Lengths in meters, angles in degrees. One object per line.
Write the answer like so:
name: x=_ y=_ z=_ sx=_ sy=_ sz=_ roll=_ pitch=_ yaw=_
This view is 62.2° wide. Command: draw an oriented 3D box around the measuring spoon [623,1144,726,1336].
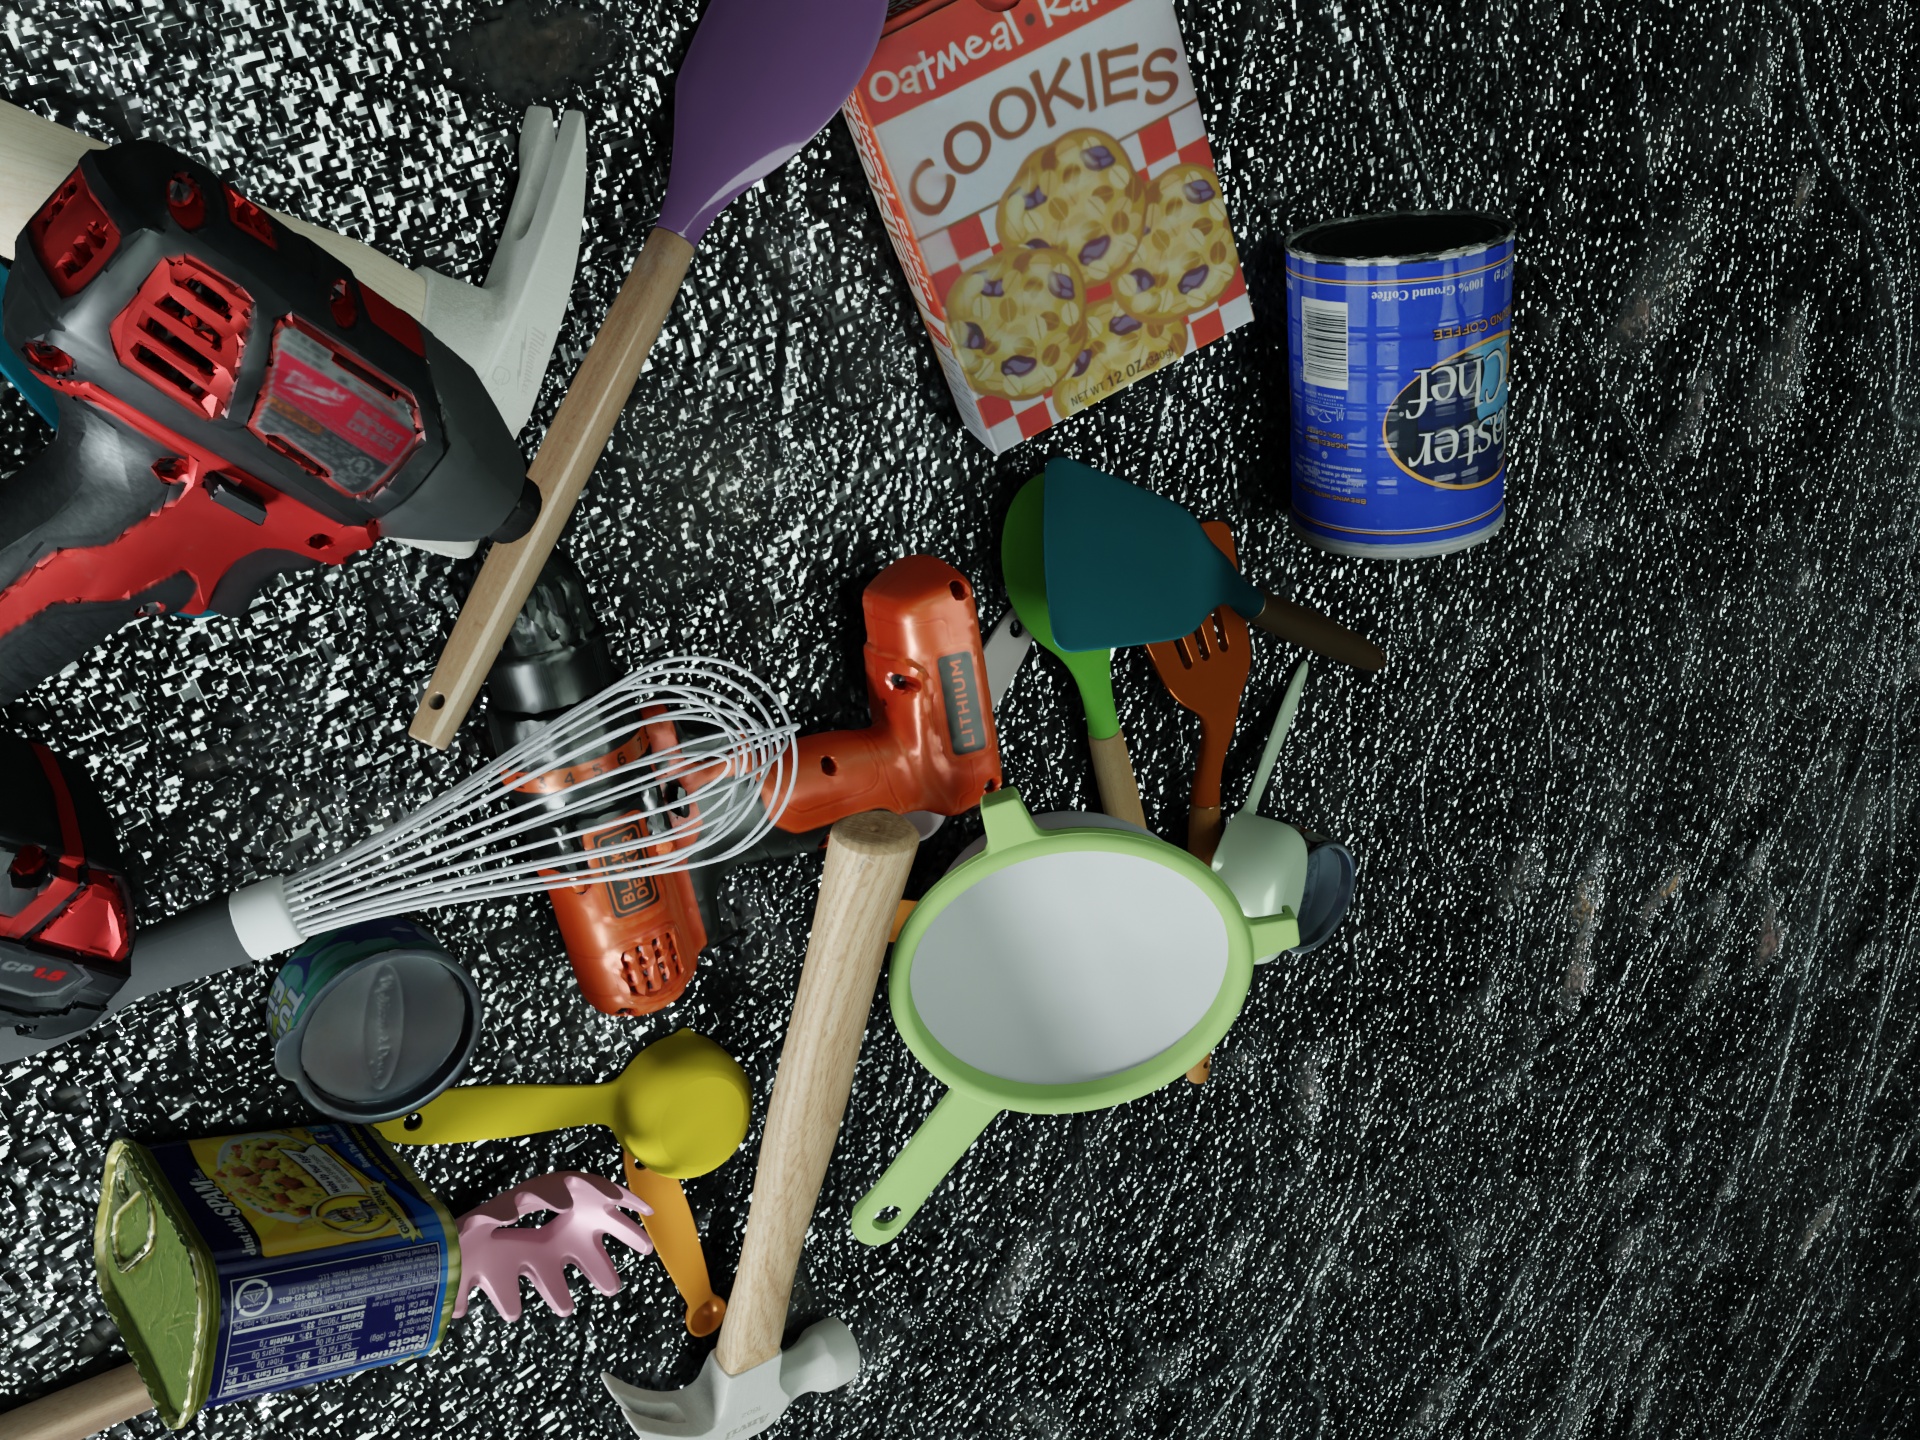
measuring spoon: x=-0.126 y=0.222 z=0.690 sx=0.021 sy=0.011 sz=0.116 roll=-30 pitch=120 yaw=-28

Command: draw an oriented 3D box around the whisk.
whisk: x=-0.184 y=0.050 z=0.499 sx=0.284 sy=0.070 sz=0.070 roll=-20 pitch=121 yaw=-10

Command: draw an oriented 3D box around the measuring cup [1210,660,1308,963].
measuring cup: x=0.168 y=0.047 z=0.825 sx=0.168 sy=0.038 sz=0.083 roll=-68 pitch=155 yaw=-15

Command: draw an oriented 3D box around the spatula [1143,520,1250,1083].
spatula: x=0.120 y=0.058 z=0.824 sx=0.081 sy=0.041 sz=0.322 roll=-25 pitch=126 yaw=-33

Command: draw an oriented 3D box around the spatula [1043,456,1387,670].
spatula: x=0.138 y=-0.052 z=0.762 sx=0.317 sy=0.044 sz=0.082 roll=13 pitch=72 yaw=-56

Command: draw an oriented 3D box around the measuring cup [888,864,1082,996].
measuring cup: x=0.021 y=0.089 z=0.741 sx=0.173 sy=0.052 sz=0.095 roll=8 pitch=106 yaw=-17

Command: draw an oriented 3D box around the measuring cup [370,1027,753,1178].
measuring cup: x=-0.150 y=0.157 z=0.625 sx=0.156 sy=0.029 sz=0.062 roll=7 pitch=96 yaw=-40

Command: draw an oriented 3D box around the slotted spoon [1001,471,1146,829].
slotted spoon: x=0.075 y=0.024 z=0.765 sx=0.070 sy=0.031 sz=0.313 roll=-36 pitch=130 yaw=-27

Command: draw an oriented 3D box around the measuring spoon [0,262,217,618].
measuring spoon: x=-0.253 y=-0.083 z=0.455 sx=0.128 sy=0.021 sz=0.042 roll=60 pitch=43 yaw=-28

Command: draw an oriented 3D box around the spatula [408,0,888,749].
spatula: x=-0.103 y=-0.135 z=0.522 sx=0.018 sy=0.060 sz=0.316 roll=70 pitch=45 yaw=-81

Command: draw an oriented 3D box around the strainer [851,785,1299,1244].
strainer: x=0.018 y=0.130 z=0.699 sx=0.151 sy=0.069 sz=0.256 roll=24 pitch=119 yaw=-19

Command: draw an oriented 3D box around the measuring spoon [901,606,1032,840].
measuring spoon: x=-0.001 y=-0.002 z=0.704 sx=0.034 sy=0.018 sz=0.124 roll=40 pitch=73 yaw=-31

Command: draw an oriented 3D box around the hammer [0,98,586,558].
hammer: x=-0.266 y=-0.154 z=0.362 sx=0.410 sy=0.038 sz=0.146 roll=14 pitch=96 yaw=-51

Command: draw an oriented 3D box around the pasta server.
pasta server: x=-0.259 y=0.228 z=0.558 sx=0.316 sy=0.040 sz=0.060 roll=-15 pitch=127 yaw=-34

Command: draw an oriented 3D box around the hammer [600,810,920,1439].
hammer: x=-0.071 y=0.182 z=0.654 sx=0.130 sy=0.031 sz=0.331 roll=-12 pitch=127 yaw=-41

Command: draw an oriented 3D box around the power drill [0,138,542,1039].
power drill: x=-0.218 y=-0.027 z=0.418 sx=0.219 sy=0.079 sz=0.143 roll=-48 pitch=143 yaw=6
